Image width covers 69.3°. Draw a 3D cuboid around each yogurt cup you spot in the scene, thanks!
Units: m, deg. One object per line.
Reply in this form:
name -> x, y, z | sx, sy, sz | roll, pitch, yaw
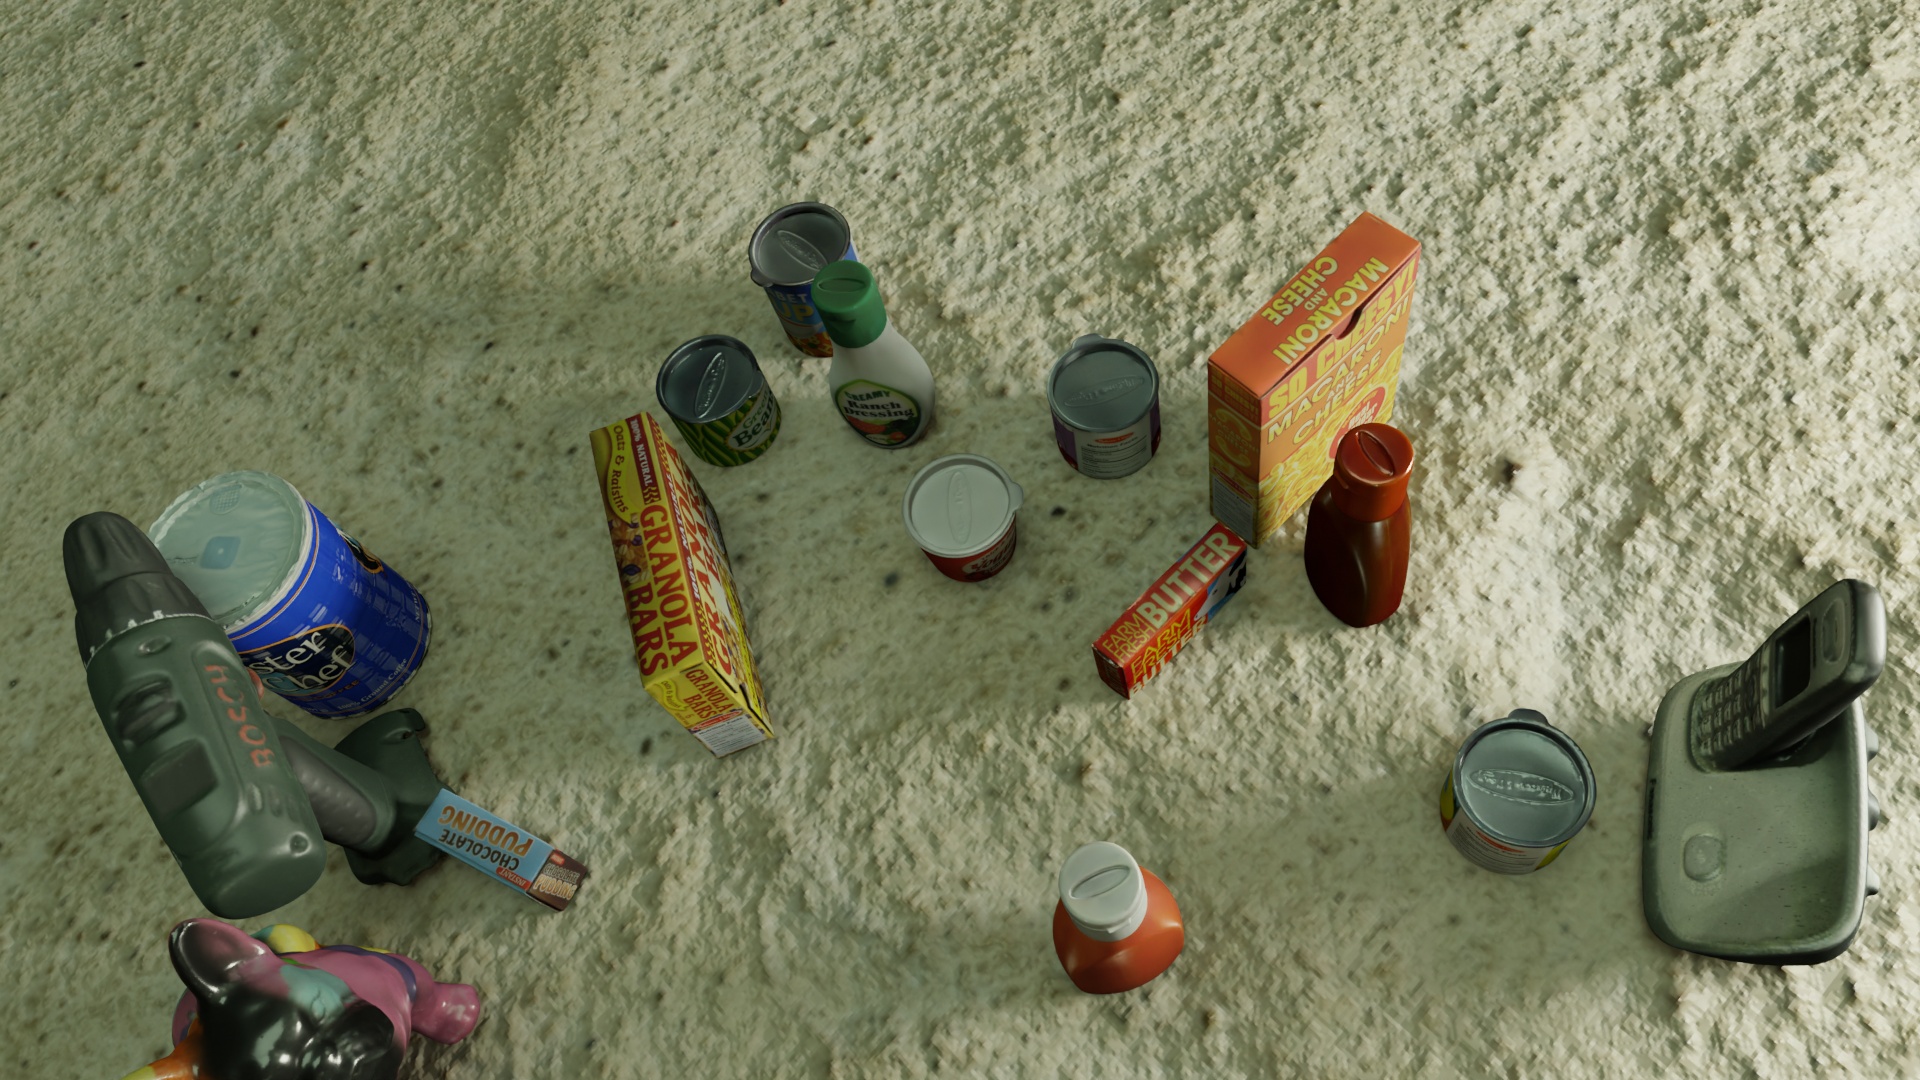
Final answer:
yogurt cup -> 0.003, -0.010, 0.825 | 0.072, 0.053, 0.072 | -4, 63, 8

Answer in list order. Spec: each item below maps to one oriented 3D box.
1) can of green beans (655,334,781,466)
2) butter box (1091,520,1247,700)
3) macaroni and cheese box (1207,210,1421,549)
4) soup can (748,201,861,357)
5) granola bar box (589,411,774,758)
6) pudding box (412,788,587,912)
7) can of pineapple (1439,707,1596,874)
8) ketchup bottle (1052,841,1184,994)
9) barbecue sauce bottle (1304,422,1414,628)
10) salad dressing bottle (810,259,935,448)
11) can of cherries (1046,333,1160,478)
can of green beans -> -0.154, -0.089, 0.892 | 0.071, 0.057, 0.071 | -4, 63, 8
butter box -> 0.119, 0.040, 0.778 | 0.104, 0.053, 0.024 | -43, 64, -12
macaroni and cheese box -> 0.192, -0.082, 0.763 | 0.124, 0.165, 0.040 | -43, 64, -12
soup can -> -0.096, -0.167, 0.907 | 0.071, 0.083, 0.071 | -4, 63, 9
granola bar box -> -0.158, 0.027, 0.796 | 0.039, 0.123, 0.166 | -20, 61, 0
pudding box -> -0.258, 0.174, 0.780 | 0.084, 0.049, 0.030 | 21, 69, 20
can of pineapple -> 0.280, 0.128, 0.700 | 0.071, 0.057, 0.071 | -4, 63, 8
ketchup bottle -> 0.073, 0.180, 0.660 | 0.065, 0.148, 0.044 | -24, 62, -2
barbecue sauce bottle -> 0.211, -0.009, 0.732 | 0.044, 0.148, 0.065 | -26, 62, -3
salad dressing bottle -> -0.054, -0.110, 0.833 | 0.064, 0.147, 0.044 | 4, 64, 12
can of cherries -> 0.088, -0.081, 0.843 | 0.071, 0.058, 0.072 | -4, 63, 8
